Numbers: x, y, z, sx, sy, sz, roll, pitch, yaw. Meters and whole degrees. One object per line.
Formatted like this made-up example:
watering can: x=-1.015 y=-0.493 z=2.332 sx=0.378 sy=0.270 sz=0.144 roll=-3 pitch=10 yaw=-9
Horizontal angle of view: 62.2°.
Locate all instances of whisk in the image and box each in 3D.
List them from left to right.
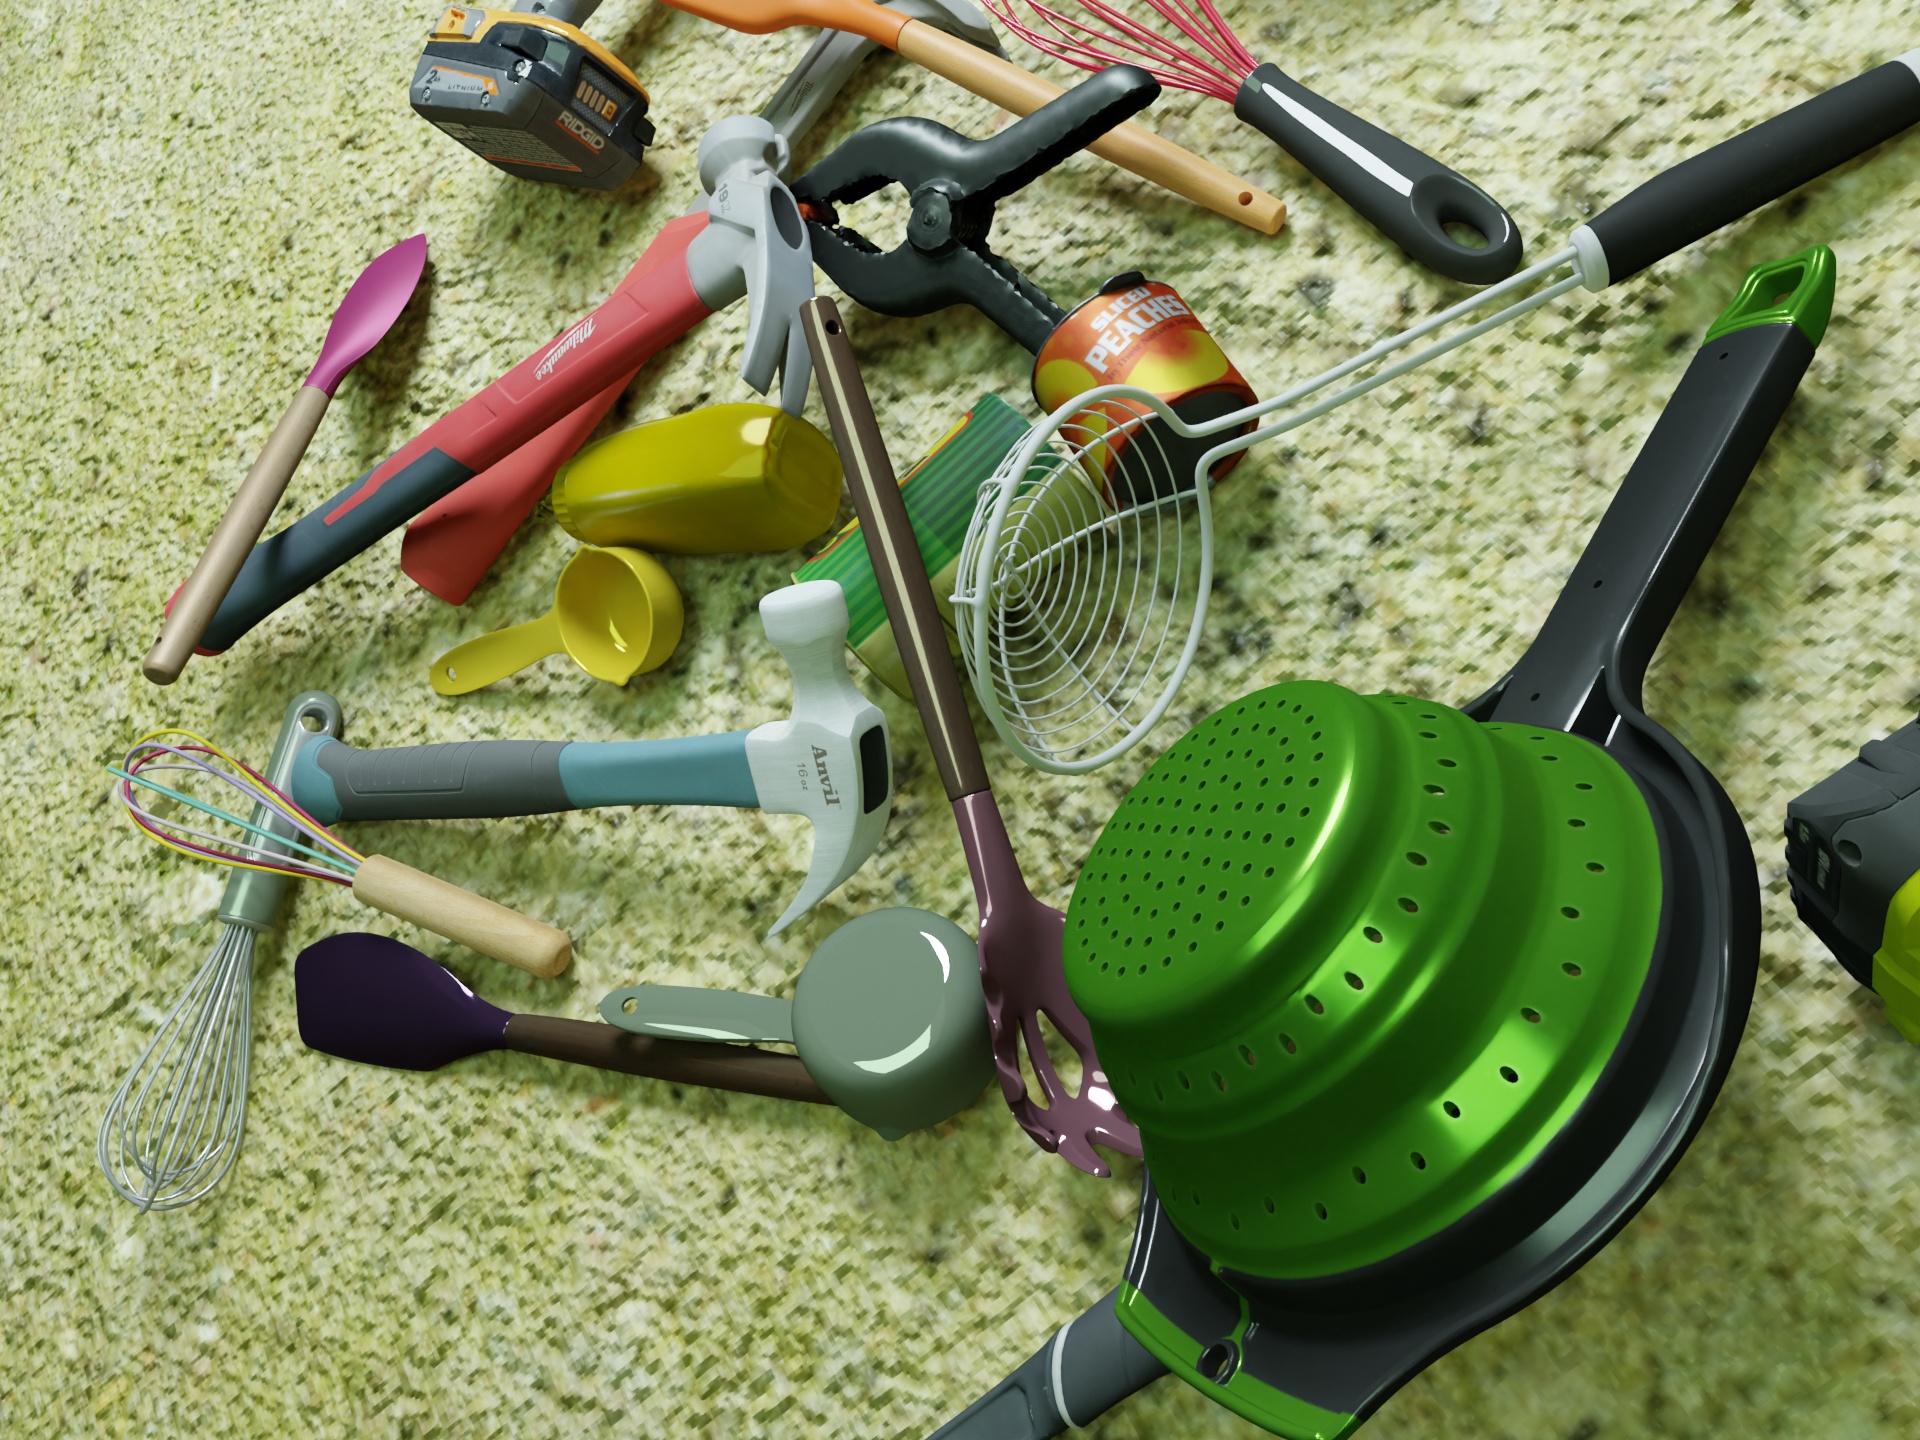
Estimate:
whisk: x=-0.331 y=0.101 z=0.730 sx=0.059 sy=0.057 sz=0.246 roll=-20 pitch=54 yaw=58
whisk: x=-0.274 y=0.057 z=0.692 sx=0.245 sy=0.051 sz=0.047 roll=19 pitch=66 yaw=17
whisk: x=0.101 y=-0.255 z=0.623 sx=0.073 sy=0.073 sz=0.296 roll=-47 pitch=65 yaw=6

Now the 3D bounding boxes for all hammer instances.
hammer: x=-0.221 y=-0.107 z=0.694 sx=0.386 sy=0.038 sz=0.143 roll=-26 pitch=55 yaw=26
hammer: x=-0.166 y=0.022 z=0.652 sx=0.331 sy=0.033 sz=0.128 roll=-3 pitch=108 yaw=34
hammer: x=-0.132 y=-0.199 z=0.736 sx=0.149 sy=0.036 sz=0.359 roll=39 pitch=92 yaw=32
hammer: x=0.023 y=0.225 z=0.507 sx=0.409 sy=0.036 sz=0.149 roll=-39 pitch=60 yaw=10

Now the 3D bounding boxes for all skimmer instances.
skimmer: x=0.161 y=-0.105 z=0.510 sx=0.363 sy=0.127 sz=0.090 roll=-27 pitch=42 yaw=6

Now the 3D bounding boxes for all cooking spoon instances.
cooking spoon: x=-0.318 y=-0.139 z=0.760 sx=0.069 sy=0.017 sz=0.319 roll=-20 pitch=43 yaw=28

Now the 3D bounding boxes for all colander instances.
colander: x=0.139 y=-0.009 z=0.452 sx=0.397 sy=0.094 sz=0.204 roll=-56 pitch=19 yaw=-15

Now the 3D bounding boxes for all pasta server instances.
pasta server: x=-0.001 y=-0.002 z=0.544 sx=0.040 sy=0.060 sz=0.316 roll=-28 pitch=77 yaw=58

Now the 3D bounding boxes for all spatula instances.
spatula: x=-0.160 y=0.127 z=0.643 sx=0.316 sy=0.018 sz=0.060 roll=3 pitch=97 yaw=27
spatula: x=-0.007 y=-0.278 z=0.658 sx=0.323 sy=0.041 sz=0.081 roll=34 pitch=97 yaw=19

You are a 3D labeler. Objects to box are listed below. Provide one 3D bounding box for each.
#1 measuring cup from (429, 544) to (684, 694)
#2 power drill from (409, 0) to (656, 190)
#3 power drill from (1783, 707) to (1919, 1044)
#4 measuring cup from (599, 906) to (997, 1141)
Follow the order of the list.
measuring cup: x=-0.183 y=-0.037 z=0.712 sx=0.156 sy=0.029 sz=0.062 roll=-15 pitch=92 yaw=37
power drill: x=-0.157 y=-0.375 z=0.764 sx=0.185 sy=0.084 sz=0.226 roll=23 pitch=88 yaw=41
power drill: x=0.283 y=0.092 z=0.329 sx=0.080 sy=0.190 sz=0.229 roll=-37 pitch=56 yaw=11
measuring cup: x=-0.065 y=0.102 z=0.576 sx=0.167 sy=0.038 sz=0.083 roll=0 pitch=58 yaw=20
